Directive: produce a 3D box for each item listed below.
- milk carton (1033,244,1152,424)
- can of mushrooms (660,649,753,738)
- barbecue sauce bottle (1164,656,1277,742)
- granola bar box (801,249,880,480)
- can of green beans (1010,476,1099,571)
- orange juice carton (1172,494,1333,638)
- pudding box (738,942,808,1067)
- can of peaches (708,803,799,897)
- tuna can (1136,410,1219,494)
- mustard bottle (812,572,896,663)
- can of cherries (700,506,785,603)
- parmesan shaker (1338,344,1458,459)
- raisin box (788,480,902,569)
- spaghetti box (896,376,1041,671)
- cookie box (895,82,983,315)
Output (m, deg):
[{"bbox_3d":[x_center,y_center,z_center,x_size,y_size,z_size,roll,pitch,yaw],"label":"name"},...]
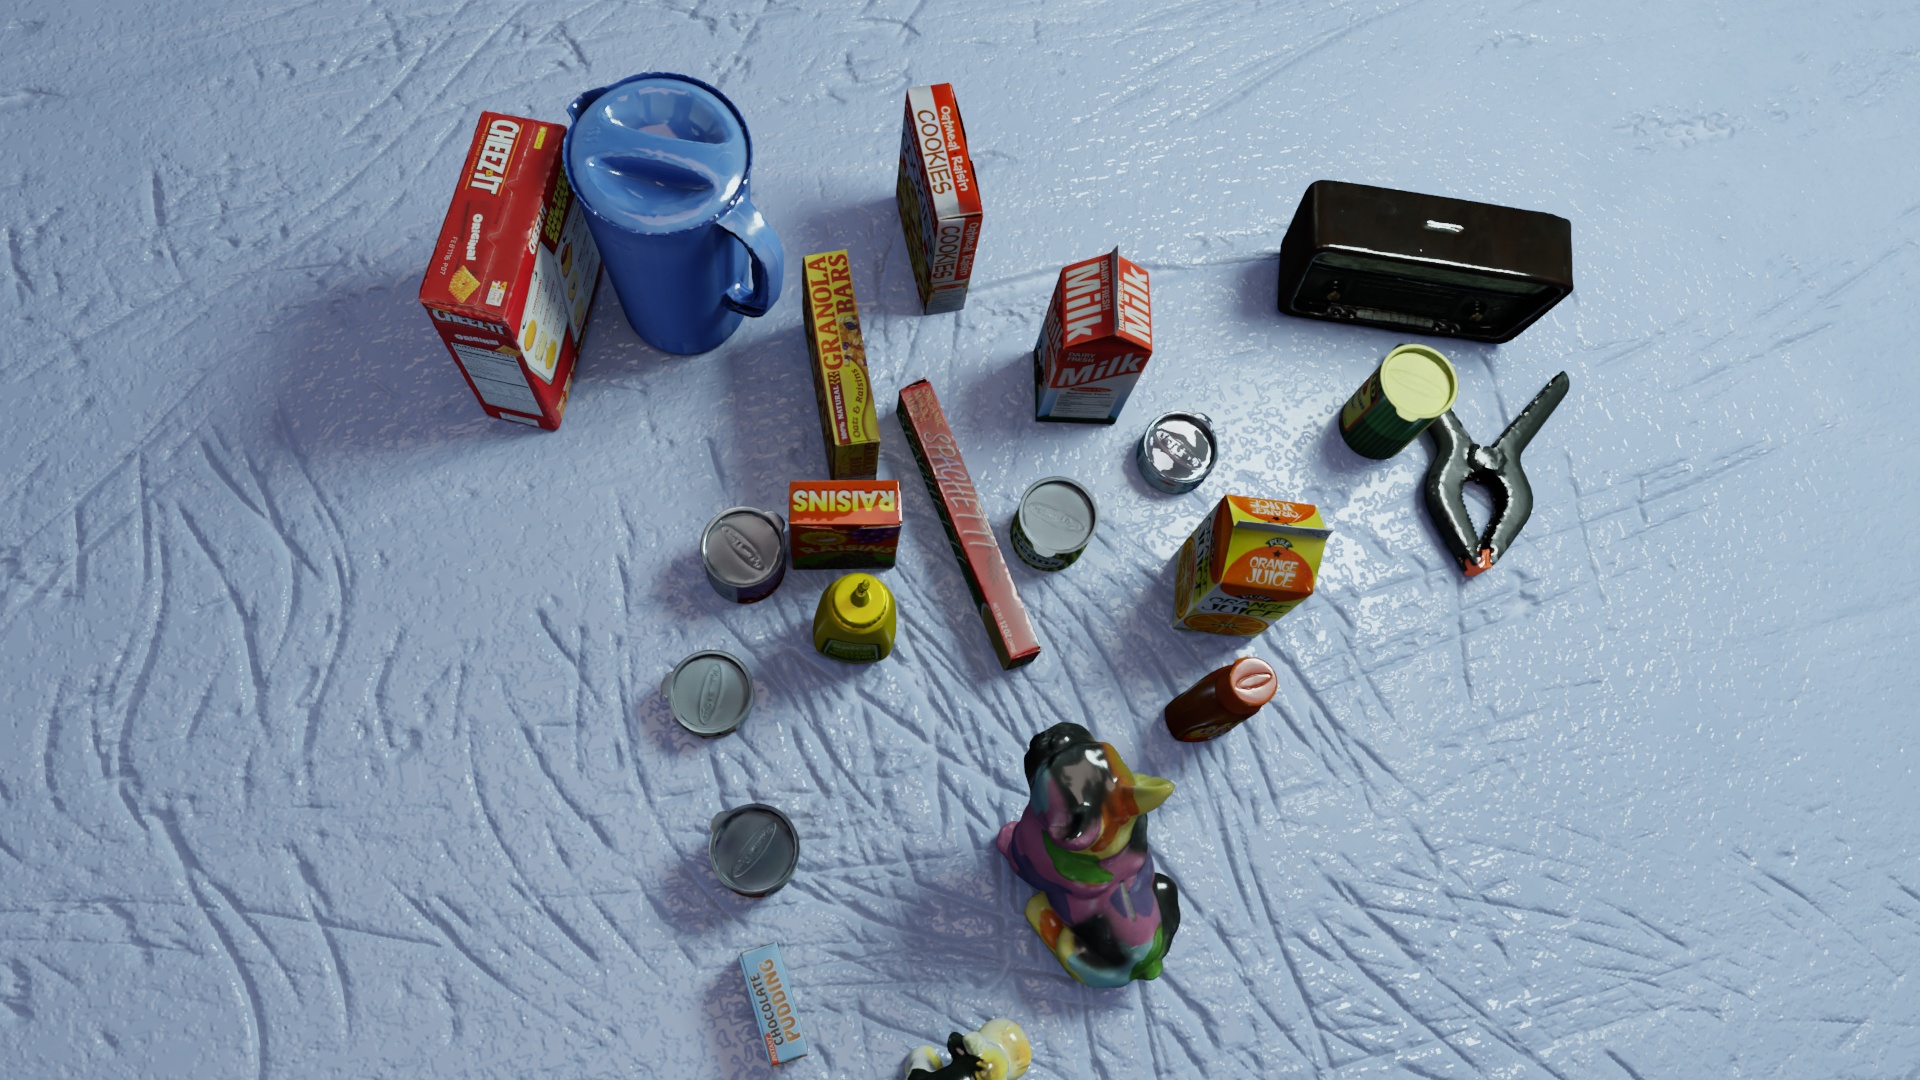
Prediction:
[{"bbox_3d":[0.109,-0.163,1.128,0.073,0.190,0.072,2,73,-5],"label":"milk carton"},{"bbox_3d":[-0.197,0.120,1.088,0.071,0.033,0.071,2,72,-5],"label":"can of mushrooms"},{"bbox_3d":[0.204,0.122,1.069,0.065,0.148,0.044,-14,75,-10],"label":"barbecue sauce bottle"},{"bbox_3d":[-0.099,-0.133,1.132,0.039,0.124,0.166,-8,74,-8],"label":"granola bar box"},{"bbox_3d":[0.077,-0.013,1.146,0.071,0.057,0.071,2,72,-5],"label":"can of green beans"},{"bbox_3d":[0.224,0.017,1.081,0.072,0.192,0.073,7,72,-3],"label":"orange juice carton"},{"bbox_3d":[-0.137,0.338,1.016,0.030,0.049,0.084,-16,75,-10],"label":"pudding box"},{"bbox_3d":[-0.156,0.232,1.044,0.071,0.058,0.071,2,72,-5],"label":"can of peaches"},{"bbox_3d":[0.187,-0.077,1.191,0.071,0.032,0.071,2,72,-5],"label":"tuna can"},{"bbox_3d":[-0.079,0.056,1.054,0.065,0.159,0.049,6,72,-4],"label":"mustard bottle"},{"bbox_3d":[-0.171,0.011,1.112,0.071,0.058,0.071,2,72,-5],"label":"can of cherries"},{"bbox_3d":[0.370,-0.114,1.185,0.071,0.102,0.071,2,73,-5],"label":"parmesan shaker"},{"bbox_3d":[-0.092,-0.011,1.094,0.086,0.123,0.040,0,73,-6],"label":"raisin box"},{"bbox_3d":[0.004,-0.014,1.143,0.029,0.050,0.250,-20,75,-11],"label":"spaghetti box"},{"bbox_3d":[-0.019,-0.282,1.165,0.040,0.167,0.123,-11,74,-9],"label":"cookie box"}]
